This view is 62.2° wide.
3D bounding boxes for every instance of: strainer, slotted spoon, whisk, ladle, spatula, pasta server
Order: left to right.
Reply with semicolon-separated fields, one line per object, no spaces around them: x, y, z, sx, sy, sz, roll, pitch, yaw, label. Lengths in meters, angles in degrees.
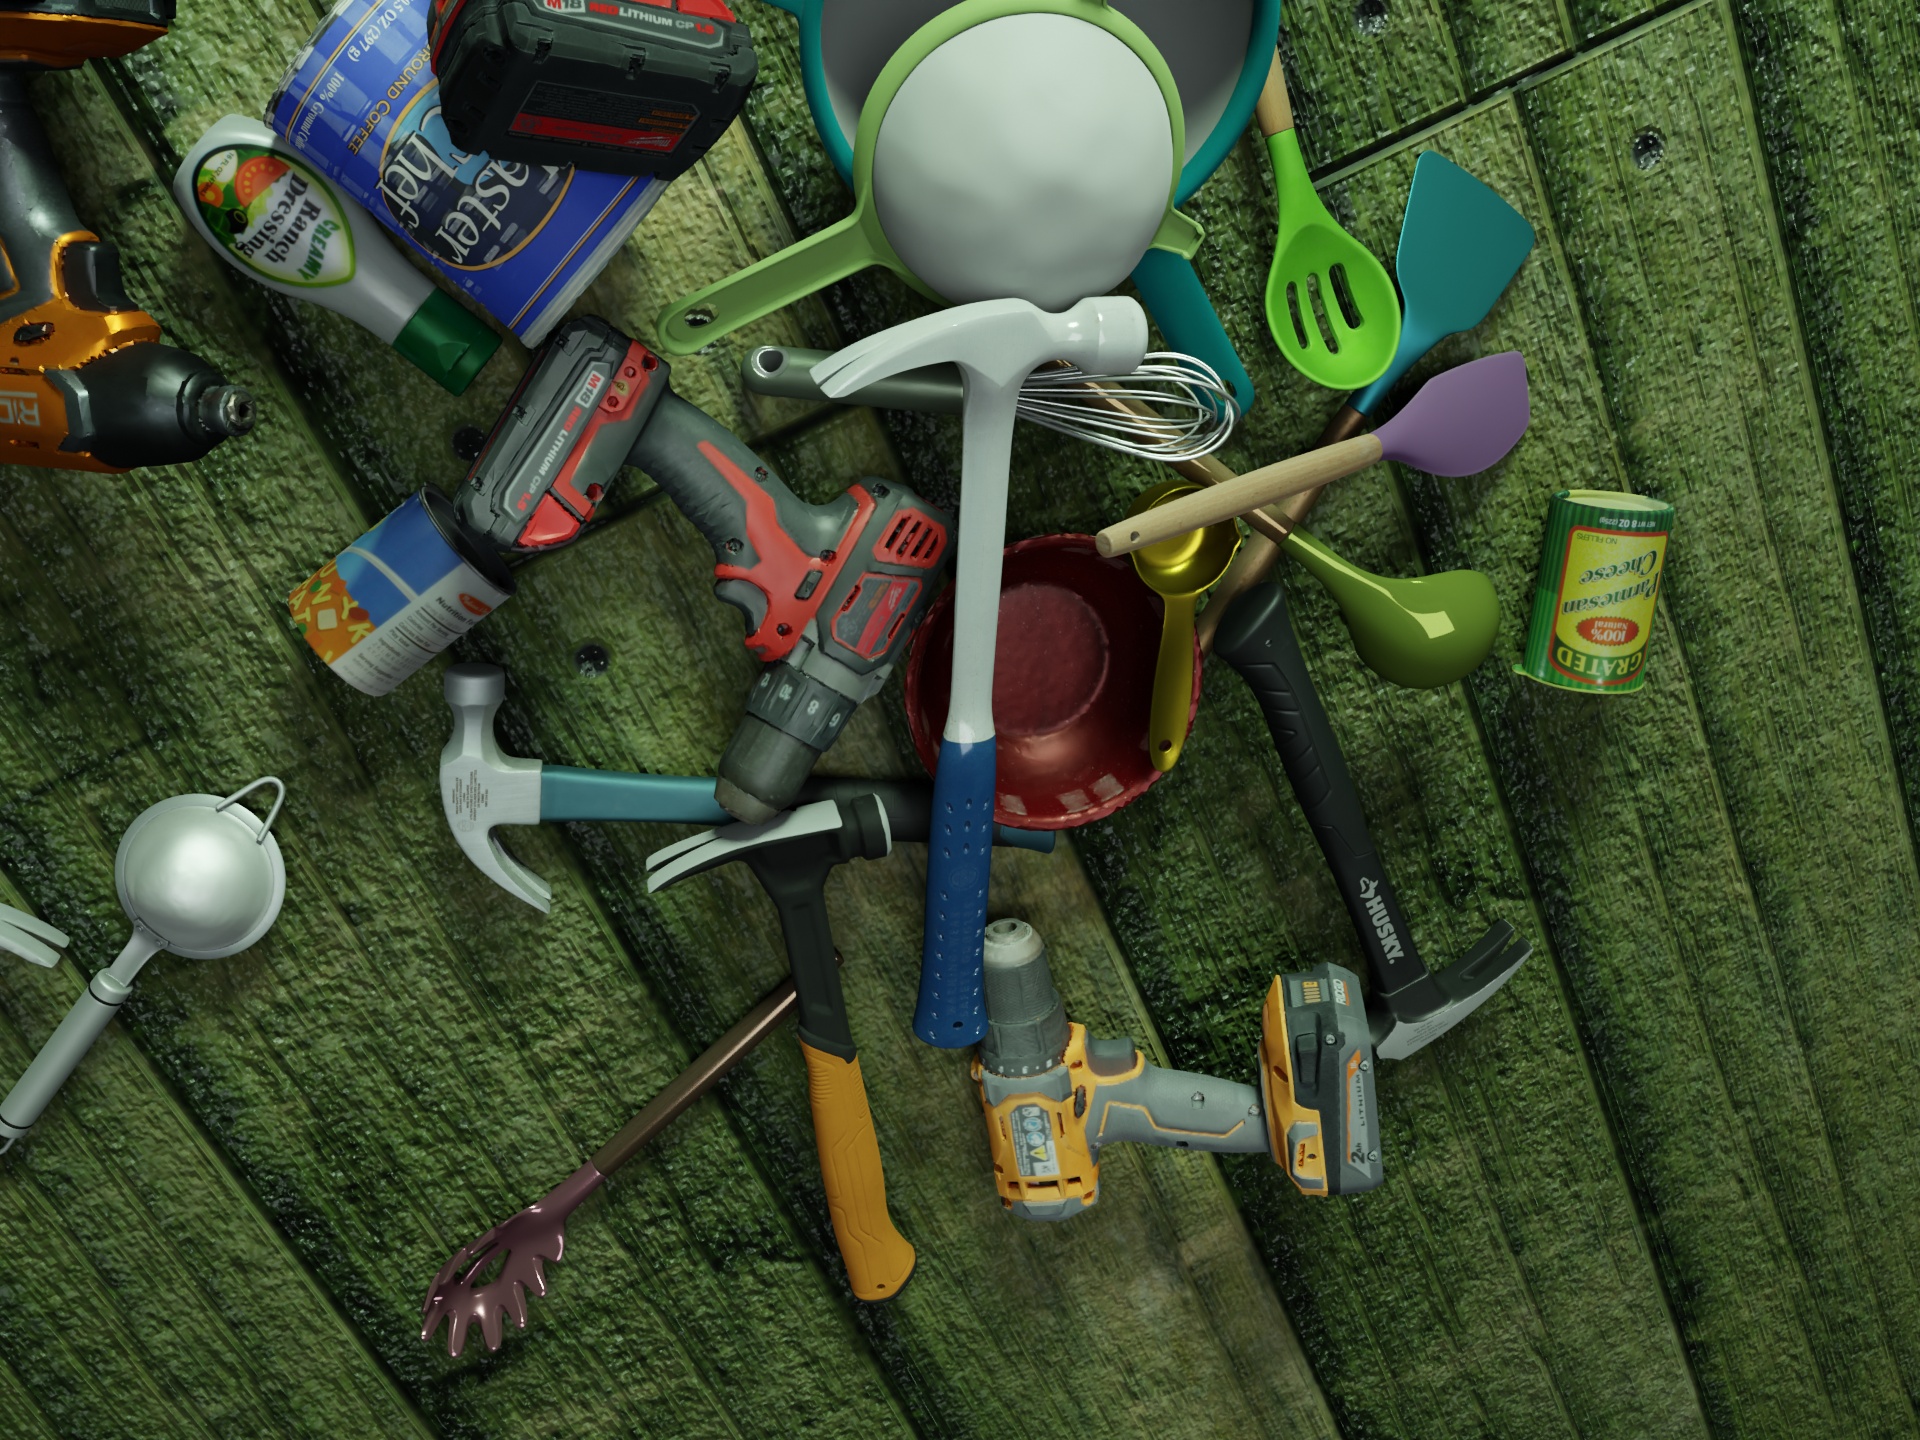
-0.432;0.132;0.817;0.087;0.050;0.258;39;101;-5;strainer
-0.184;0.241;0.905;0.316;0.040;0.060;-42;121;3;pasta server
-0.017;-0.209;0.696;0.256;0.069;0.151;-23;133;7;strainer
0.013;-0.160;0.776;0.246;0.059;0.058;7;73;7;whisk
0.060;-0.284;0.758;0.211;0.095;0.340;-28;134;13;strainer
0.149;-0.119;0.827;0.320;0.062;0.078;35;127;-10;ladle
0.151;-0.315;0.780;0.070;0.031;0.313;-21;105;-8;slotted spoon
0.197;-0.147;0.861;0.082;0.044;0.317;28;106;-19;spatula
0.190;-0.129;0.801;0.316;0.018;0.059;-22;109;-31;spatula

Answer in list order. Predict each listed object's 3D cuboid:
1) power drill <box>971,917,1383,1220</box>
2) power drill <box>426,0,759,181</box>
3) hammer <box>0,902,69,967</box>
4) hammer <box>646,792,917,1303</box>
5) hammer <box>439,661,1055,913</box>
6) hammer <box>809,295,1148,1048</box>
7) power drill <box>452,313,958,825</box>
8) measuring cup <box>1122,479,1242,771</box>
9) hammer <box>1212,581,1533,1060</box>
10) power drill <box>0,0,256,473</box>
0.117;0.192;0.910;0.226;0.084;0.185;-7;110;10;power drill
-0.158;-0.342;0.649;0.143;0.078;0.220;-6;79;-35;power drill
-0.583;0.260;0.829;0.143;0.038;0.386;16;104;-18;hammer
-0.079;0.201;0.894;0.127;0.034;0.336;-13;117;-8;hammer
-0.107;0.044;0.856;0.331;0.033;0.128;4;107;-13;hammer
-0.001;-0.002;0.775;0.144;0.035;0.405;-7;122;-17;hammer
-0.131;-0.070;0.778;0.226;0.080;0.188;30;89;-22;power drill
0.106;-0.048;0.818;0.062;0.029;0.156;-6;116;-16;measuring cup
0.223;0.062;0.908;0.146;0.035;0.334;-29;119;-1;hammer
-0.373;-0.216;0.662;0.164;0.084;0.226;8;109;16;power drill
